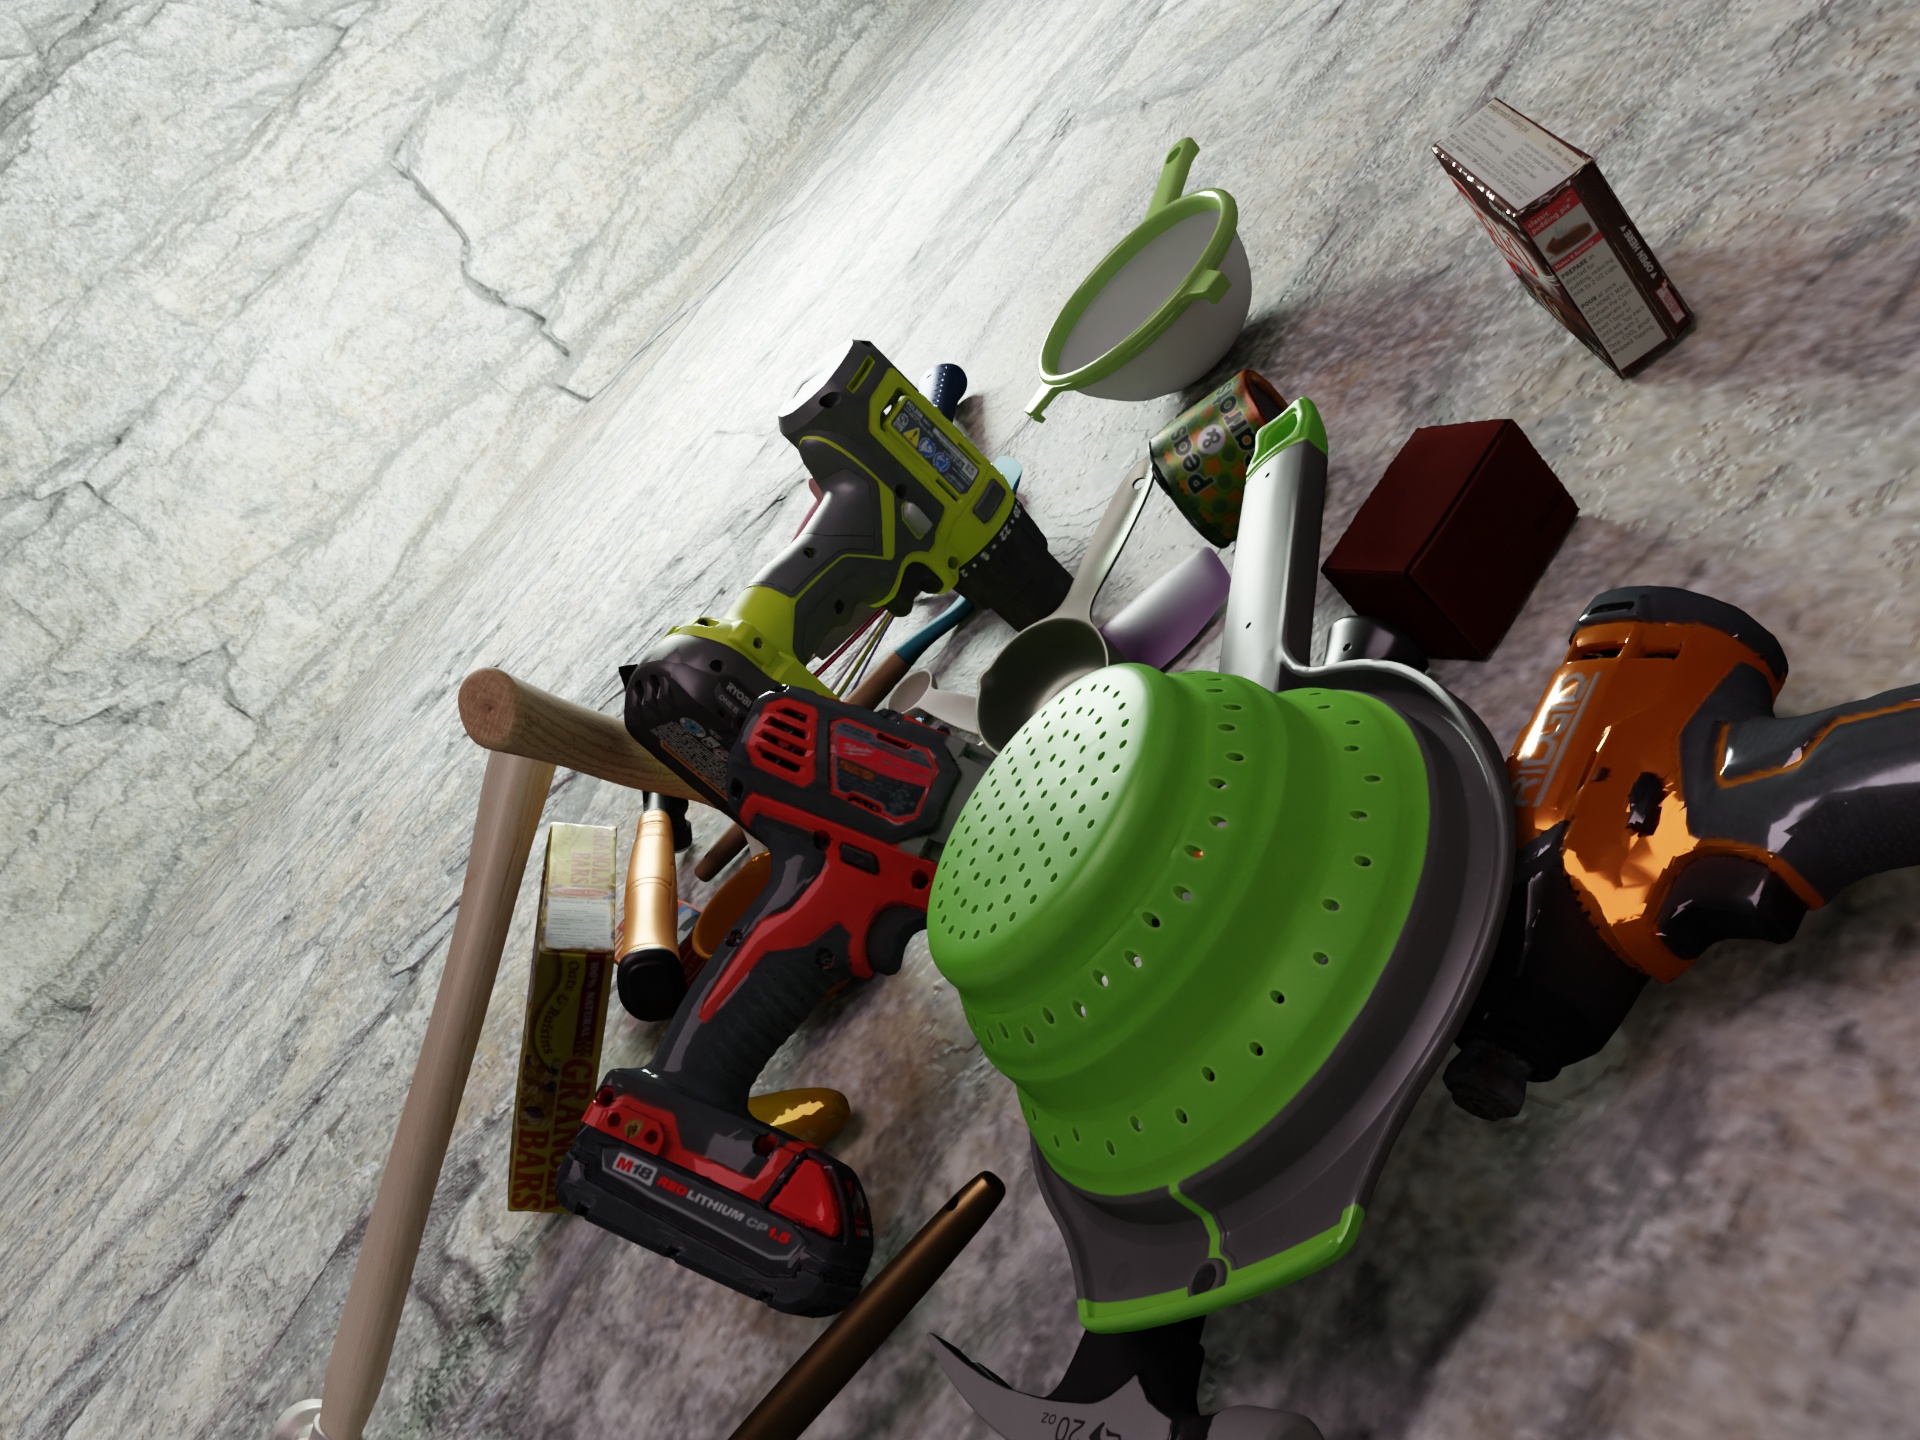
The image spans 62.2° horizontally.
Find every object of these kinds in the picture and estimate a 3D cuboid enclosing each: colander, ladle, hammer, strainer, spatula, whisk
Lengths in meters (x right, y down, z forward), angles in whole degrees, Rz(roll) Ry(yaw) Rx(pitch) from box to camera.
[{"bbox_3d":[0.073,-0.007,0.538,0.204,0.094,0.397,-38,26,42],"label":"colander"},{"bbox_3d":[-0.088,0.271,0.560,0.315,0.031,0.069,-50,24,11],"label":"ladle"},{"bbox_3d":[-0.032,-0.165,1.059,0.144,0.035,0.406,-40,18,20],"label":"hammer"},{"bbox_3d":[0.134,-0.274,0.977,0.151,0.069,0.257,-29,30,40],"label":"strainer"},{"bbox_3d":[-0.061,-0.026,0.963,0.317,0.044,0.082,-47,17,5],"label":"spatula"},{"bbox_3d":[0.010,0.023,0.807,0.316,0.018,0.060,-39,34,17],"label":"spatula"},{"bbox_3d":[-0.169,0.067,0.880,0.034,0.127,0.337,-7,17,-8],"label":"hammer"},{"bbox_3d":[-0.266,0.199,0.805,0.146,0.038,0.411,2,77,58],"label":"hammer"},{"bbox_3d":[0.097,0.094,0.544,0.146,0.035,0.335,-16,39,48],"label":"hammer"},{"bbox_3d":[-0.054,-0.072,1.023,0.245,0.051,0.047,-49,19,-8],"label":"whisk"},{"bbox_3d":[-0.152,0.024,0.793,0.031,0.130,0.331,-31,-14,6],"label":"hammer"}]

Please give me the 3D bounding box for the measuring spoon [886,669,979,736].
[{"bbox_3d":[-0.001,-0.003,0.875,0.034,0.018,0.124,-52,32,-12],"label":"measuring spoon"}]

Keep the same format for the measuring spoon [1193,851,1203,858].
[{"bbox_3d":[0.093,0.031,0.675,0.021,0.011,0.117,-41,22,14],"label":"measuring spoon"}]

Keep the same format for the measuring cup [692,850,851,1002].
[{"bbox_3d":[-0.047,0.081,0.787,0.173,0.052,0.095,-33,23,-4],"label":"measuring cup"}]

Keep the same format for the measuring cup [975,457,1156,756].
[{"bbox_3d":[0.066,-0.047,0.763,0.083,0.038,0.168,10,69,45],"label":"measuring cup"}]

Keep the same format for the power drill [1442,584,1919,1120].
[{"bbox_3d":[0.218,0.036,0.383,0.164,0.084,0.226,-58,22,-19],"label":"power drill"}]

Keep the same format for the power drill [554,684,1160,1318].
[{"bbox_3d":[-0.033,0.110,0.618,0.080,0.188,0.227,73,-142,-70],"label":"power drill"}]

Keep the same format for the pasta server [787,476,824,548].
[{"bbox_3d":[-0.125,-0.098,1.066,0.316,0.040,0.060,-57,-4,31],"label":"pasta server"}]

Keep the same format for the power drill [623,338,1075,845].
[{"bbox_3d":[-0.041,-0.049,0.779,0.080,0.190,0.229,-16,38,51],"label":"power drill"}]

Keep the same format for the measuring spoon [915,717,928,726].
[{"bbox_3d":[-0.055,0.054,0.859,0.128,0.021,0.042,-52,14,-10],"label":"measuring spoon"}]
